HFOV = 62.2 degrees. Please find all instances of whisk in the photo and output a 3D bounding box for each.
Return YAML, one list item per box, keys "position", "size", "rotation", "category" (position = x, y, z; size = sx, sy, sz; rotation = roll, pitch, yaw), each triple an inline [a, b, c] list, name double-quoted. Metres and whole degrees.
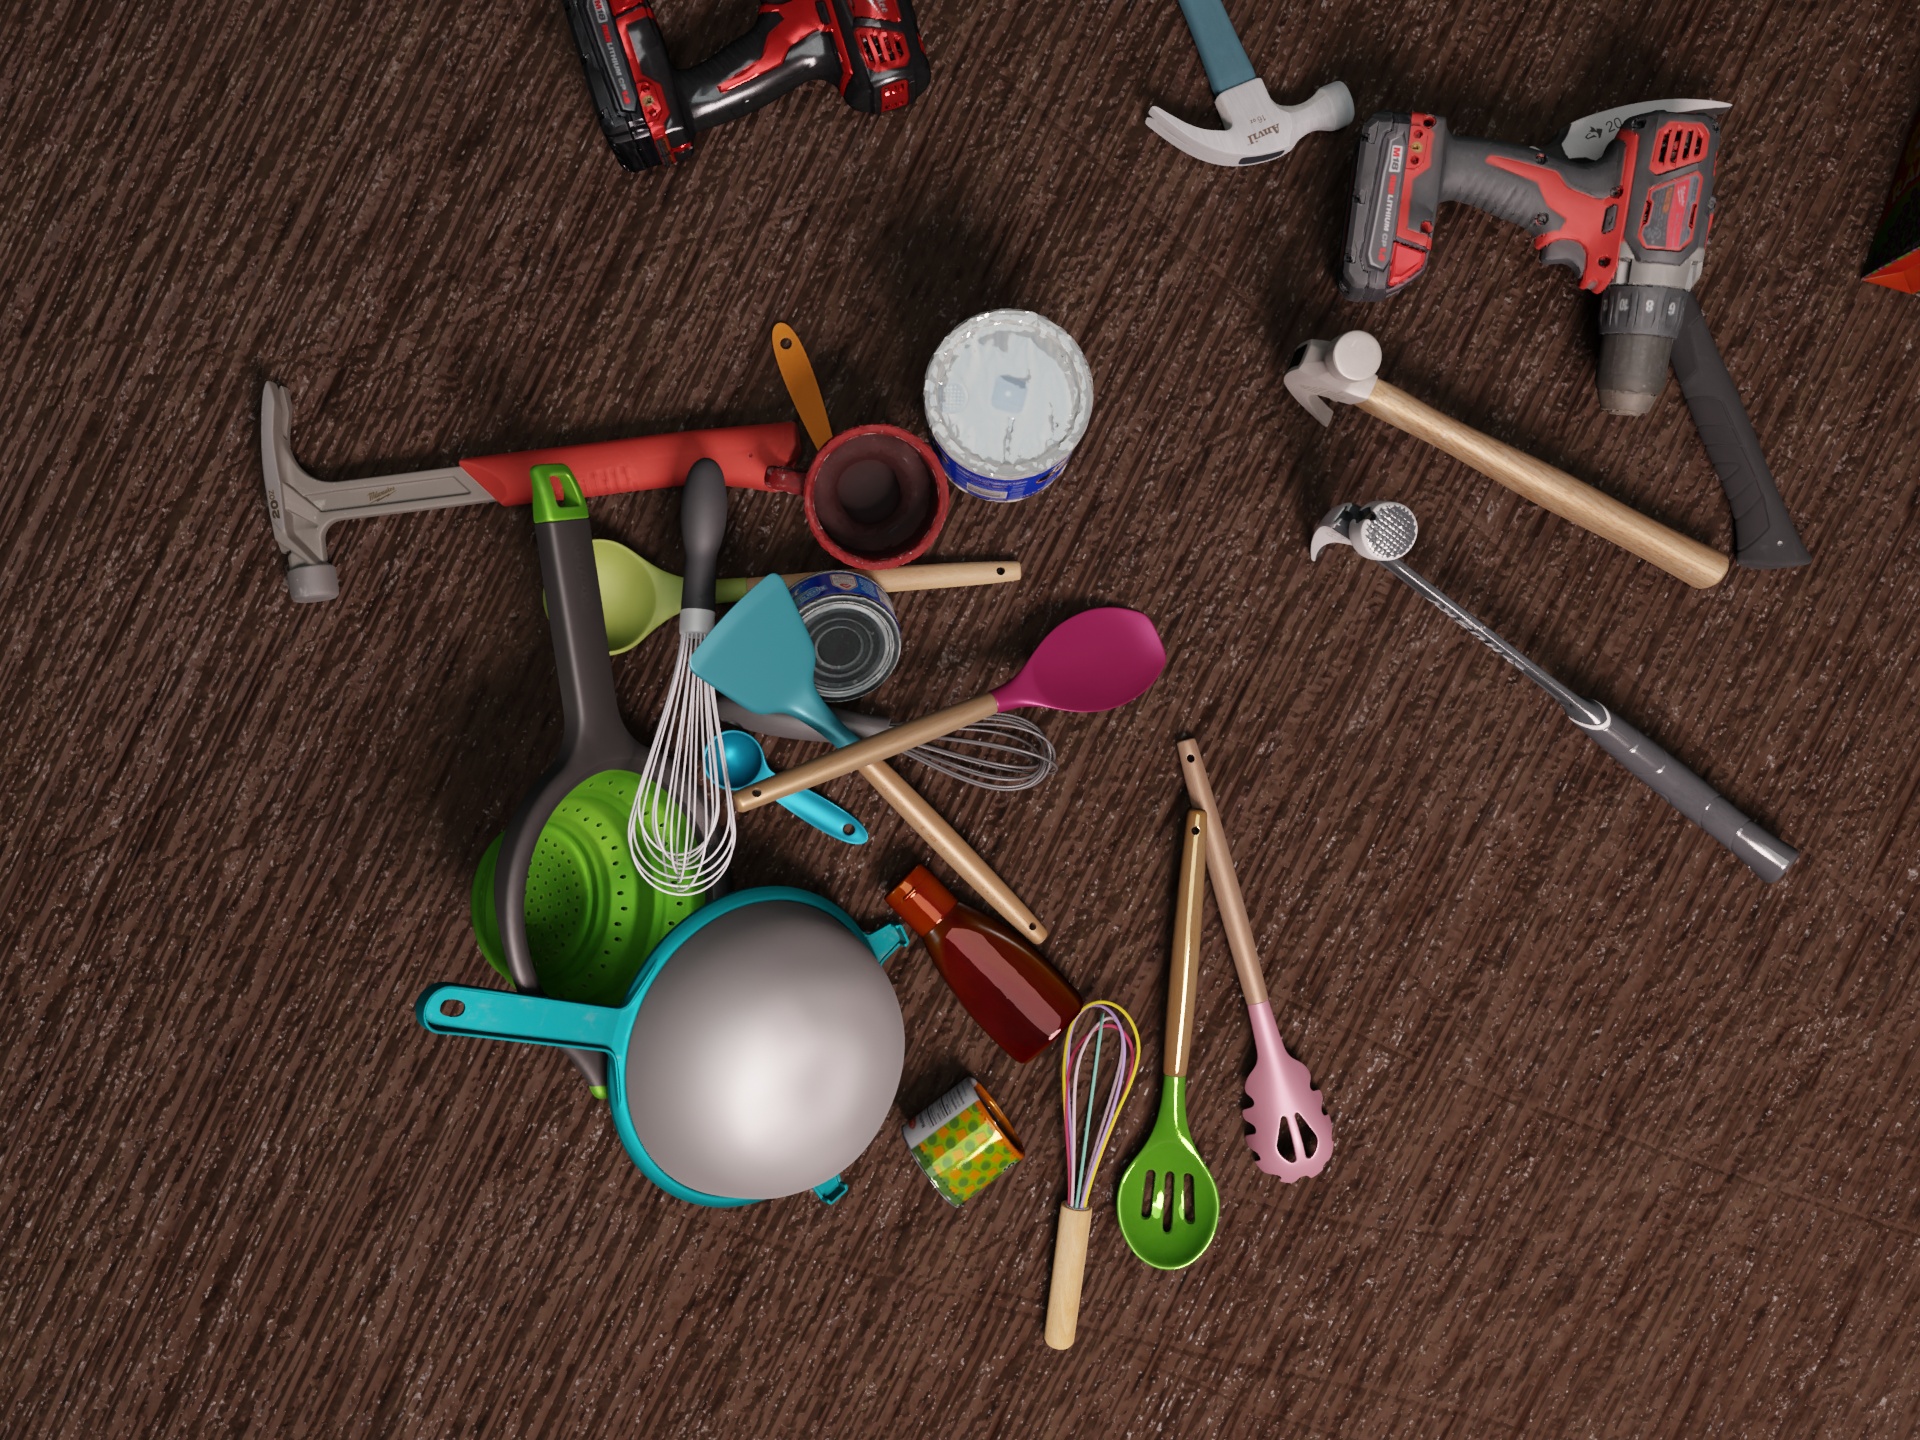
- position: [0.086, 0.312, 1.089]
  size: [0.047, 0.051, 0.245]
  rotation: [7, 95, -6]
  category: "whisk"
- position: [-0.170, -0.031, 1.021]
  size: [0.070, 0.070, 0.285]
  rotation: [3, 82, 0]
  category: "whisk"
- position: [-0.051, 0.009, 1.079]
  size: [0.239, 0.055, 0.055]
  rotation: [9, 92, 3]
  category: "whisk"

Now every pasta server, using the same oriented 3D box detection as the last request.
- position: [0.196, 0.166, 1.093]
  size: [0.060, 0.040, 0.316]
  rotation: [-15, 88, 1]
  category: "pasta server"

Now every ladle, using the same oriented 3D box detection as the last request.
- position: [-0.118, -0.091, 1.071]
  size: [0.320, 0.062, 0.078]
  rotation: [-4, 92, -2]
  category: "ladle"

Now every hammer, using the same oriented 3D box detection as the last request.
- position: [0.397, -0.015, 1.051]
  size: [0.408, 0.149, 0.036]
  rotation: [36, 92, -10]
  category: "hammer"
- position: [0.498, -0.256, 1.074]
  size: [0.146, 0.035, 0.335]
  rotation: [-24, 92, 1]
  category: "hammer"
- position: [0.142, -0.530, 1.068]
  size: [0.128, 0.033, 0.331]
  rotation: [-23, 91, 0]
  category: "hammer"
- position: [-0.289, -0.175, 1.078]
  size: [0.359, 0.037, 0.149]
  rotation: [-7, 92, 1]
  category: "hammer"
- position: [0.362, -0.167, 1.049]
  size: [0.331, 0.130, 0.031]
  rotation: [24, 92, -11]
  category: "hammer"

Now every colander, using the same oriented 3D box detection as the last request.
- position: [-0.258, 0.038, 1.026]
  size: [0.094, 0.204, 0.397]
  rotation: [-3, 98, 32]
  category: "colander"

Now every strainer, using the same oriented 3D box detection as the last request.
- position: [-0.154, 0.201, 0.964]
  size: [0.340, 0.095, 0.211]
  rotation: [18, 84, -41]
  category: "strainer"

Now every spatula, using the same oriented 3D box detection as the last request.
- position: [-0.046, 0.042, 1.045]
  size: [0.317, 0.044, 0.082]
  rotation: [46, 75, -16]
  category: "spatula"

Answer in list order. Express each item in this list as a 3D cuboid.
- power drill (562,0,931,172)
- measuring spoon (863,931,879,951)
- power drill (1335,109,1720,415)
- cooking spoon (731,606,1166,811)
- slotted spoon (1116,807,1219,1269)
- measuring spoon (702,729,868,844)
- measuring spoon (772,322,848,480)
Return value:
- position: [-0.141, -0.457, 1.052]
  size: [0.219, 0.078, 0.143]
  rotation: [-17, 92, -2]
  category: "power drill"
- position: [-0.113, 0.176, 1.101]
  size: [0.124, 0.018, 0.034]
  rotation: [-25, 90, -6]
  category: "measuring spoon"
- position: [0.363, -0.301, 1.032]
  size: [0.227, 0.080, 0.188]
  rotation: [7, 102, 8]
  category: "power drill"
- position: [-0.002, -0.003, 1.039]
  size: [0.319, 0.017, 0.069]
  rotation: [-21, 85, -22]
  category: "cooking spoon"
- position: [0.150, 0.216, 1.085]
  size: [0.070, 0.031, 0.314]
  rotation: [5, 94, 9]
  category: "slotted spoon"
- position: [-0.119, 0.048, 1.097]
  size: [0.128, 0.021, 0.042]
  rotation: [32, 97, -10]
  category: "measuring spoon"
- position: [-0.104, -0.218, 1.091]
  size: [0.021, 0.011, 0.117]
  rotation: [-21, 88, -2]
  category: "measuring spoon"
